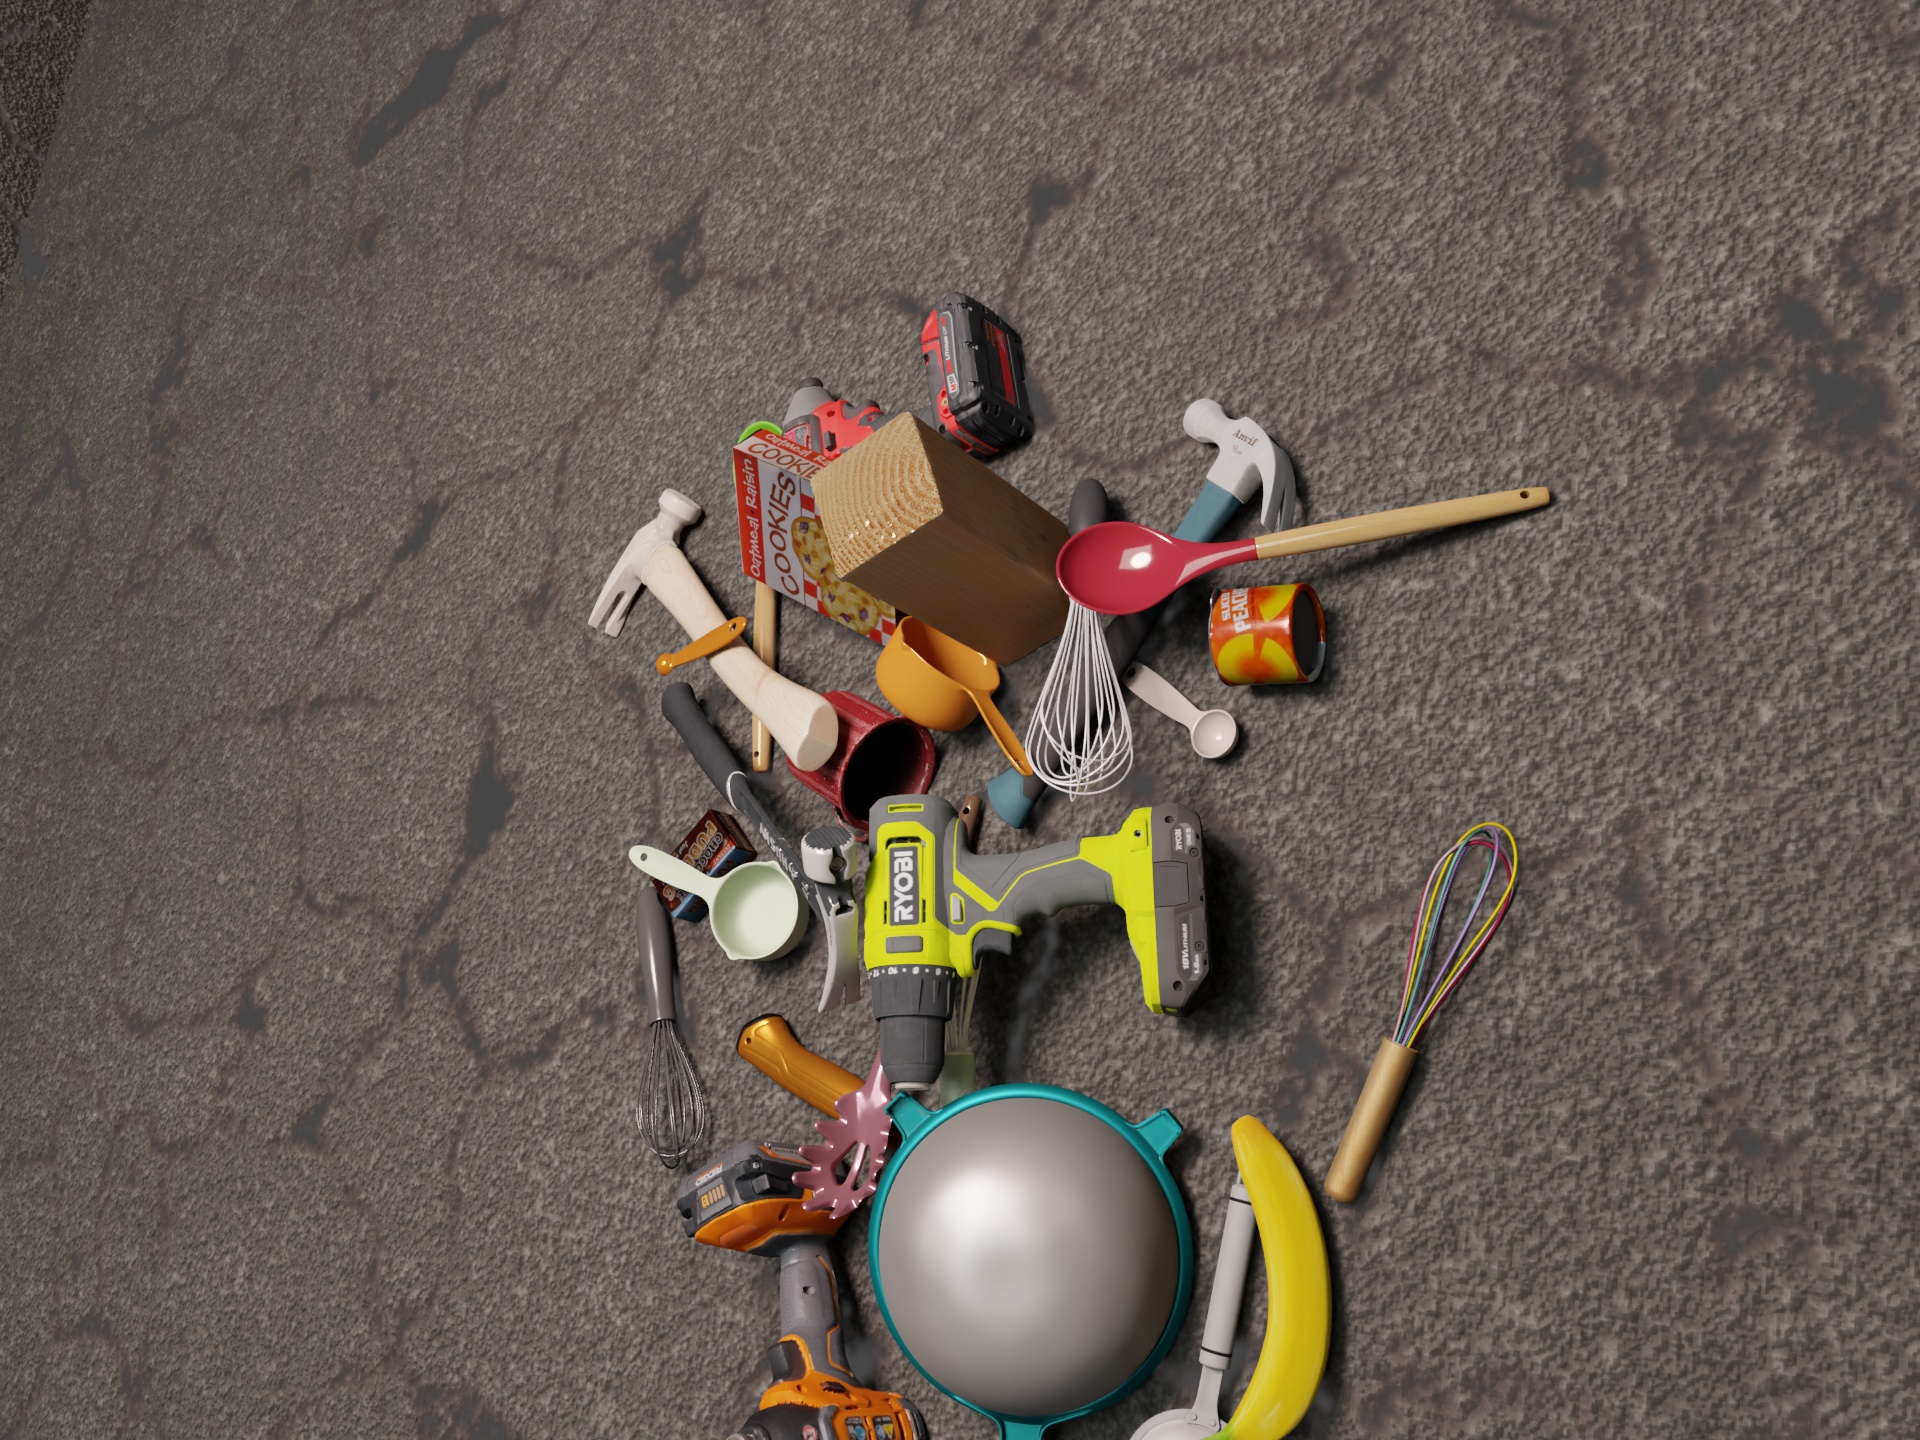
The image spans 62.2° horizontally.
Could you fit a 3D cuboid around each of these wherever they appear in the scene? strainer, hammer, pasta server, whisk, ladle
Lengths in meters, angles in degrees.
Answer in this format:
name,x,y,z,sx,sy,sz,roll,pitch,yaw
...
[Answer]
name,x,y,z,sx,sy,sz,roll,pitch,yaw
strainer,0.032,0.399,0.973,0.211,0.095,0.340,1,82,12
hammer,0.121,-0.067,1.131,0.331,0.033,0.128,-56,43,9
hammer,-0.044,0.300,1.134,0.337,0.034,0.127,21,87,38
pasta server,-0.041,0.197,1.134,0.060,0.040,0.316,11,71,24
strainer,0.151,0.394,0.964,0.087,0.050,0.258,9,77,21
hammer,-0.204,-0.059,1.303,0.146,0.038,0.411,-56,38,8
hammer,-0.160,0.067,1.217,0.409,0.036,0.149,-137,38,-55
whisk,0.084,-0.065,1.092,0.070,0.070,0.285,-20,45,29
ladle,0.219,-0.118,1.038,0.315,0.031,0.069,-9,70,14
whisk,-0.243,0.243,1.286,0.055,0.055,0.239,-28,57,25
whisk,-0.002,0.221,1.086,0.059,0.057,0.246,-19,66,39
whisk,0.273,0.174,0.948,0.047,0.051,0.245,23,92,32

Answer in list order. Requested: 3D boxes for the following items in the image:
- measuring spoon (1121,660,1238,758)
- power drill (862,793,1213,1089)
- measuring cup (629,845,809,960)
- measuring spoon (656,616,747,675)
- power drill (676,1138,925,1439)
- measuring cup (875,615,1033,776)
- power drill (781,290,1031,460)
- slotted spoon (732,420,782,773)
name,x,y,z,sx,sy,sz,roll,pitch,yaw
measuring spoon,0.152,-0.011,1.114,0.034,0.018,0.124,-56,46,8
power drill,0.047,0.142,1.041,0.228,0.080,0.191,-4,72,10
measuring cup,-0.193,0.137,1.270,0.168,0.038,0.083,21,84,26
measuring spoon,-0.209,-0.061,1.272,0.117,0.011,0.021,-22,55,41
power drill,-0.117,0.404,1.072,0.084,0.164,0.227,-35,56,22
measuring cup,-0.002,-0.004,1.165,0.052,0.095,0.174,-54,48,25
power drill,-0.057,-0.251,1.300,0.219,0.078,0.143,-22,64,31
slotted spoon,-0.168,-0.107,1.359,0.070,0.031,0.314,-12,70,32
